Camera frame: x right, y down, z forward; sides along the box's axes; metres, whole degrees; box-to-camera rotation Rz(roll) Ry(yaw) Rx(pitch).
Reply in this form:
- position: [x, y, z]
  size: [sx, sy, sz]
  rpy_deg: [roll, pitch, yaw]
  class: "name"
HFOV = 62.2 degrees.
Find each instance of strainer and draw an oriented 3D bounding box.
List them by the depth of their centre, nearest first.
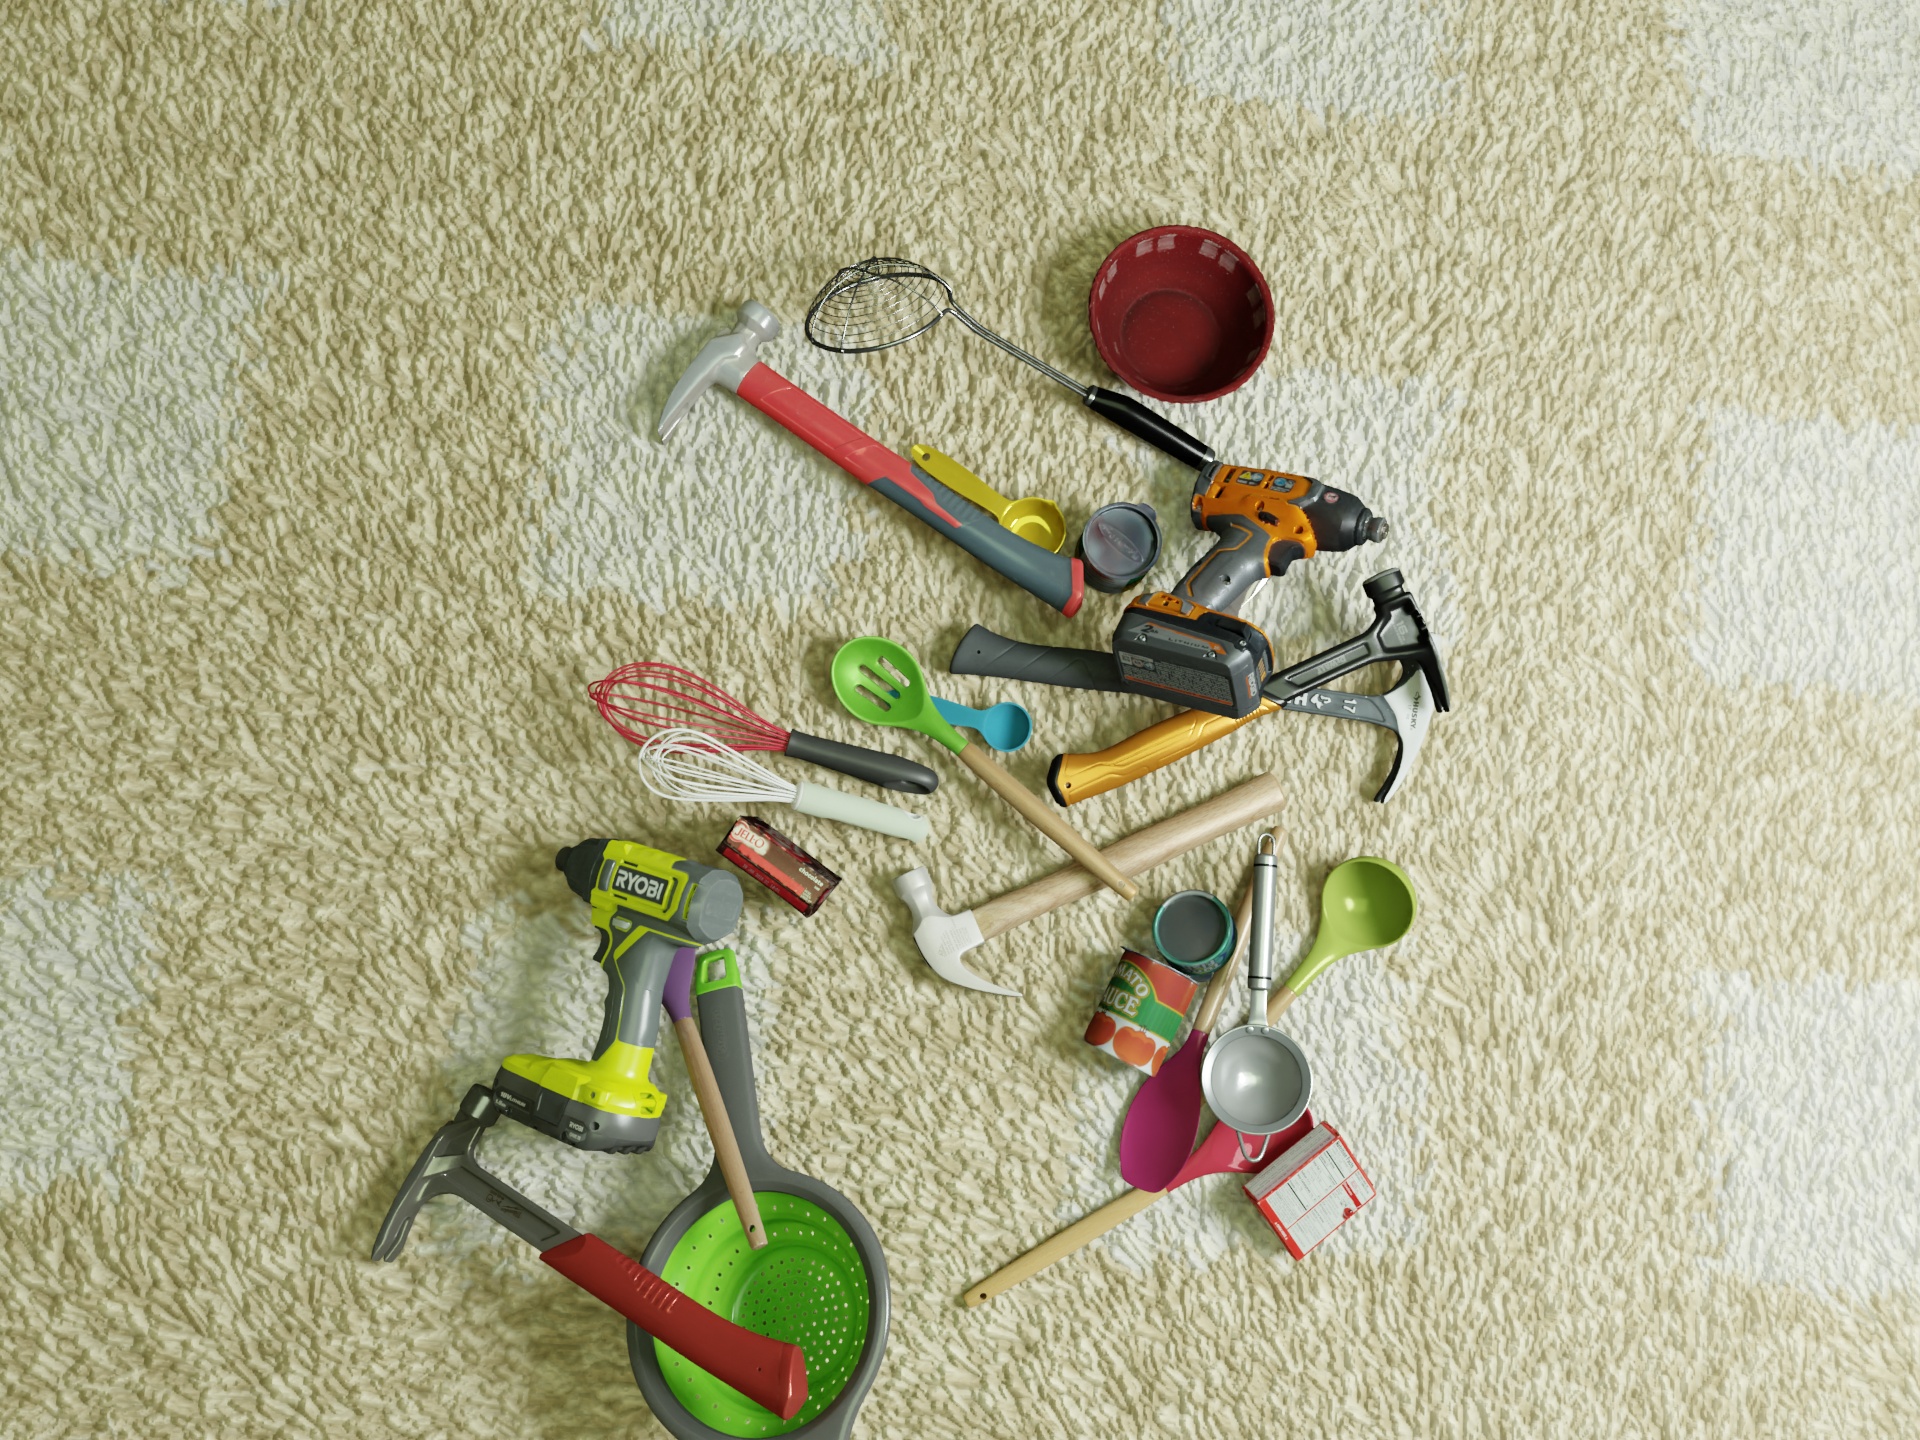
- position: [0.239, 0.218, 1.268]
  size: [0.087, 0.050, 0.258]
  rpy_deg: [4, 79, 8]
  class: "strainer"

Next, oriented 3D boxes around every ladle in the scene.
- position: [0.142, 0.389, 1.281]
  size: [0.315, 0.031, 0.069]
  rpy_deg: [-28, 95, -6]
  class: "ladle"
- position: [0.252, 0.239, 1.298]
  size: [0.078, 0.062, 0.320]
  rpy_deg: [42, 83, 17]
  class: "ladle"

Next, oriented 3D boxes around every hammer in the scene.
- position: [-0.270, 0.416, 1.176]
  size: [0.359, 0.036, 0.149]
  rpy_deg: [24, 76, 23]
  class: "hammer"
- position: [0.231, -0.002, 1.306]
  size: [0.337, 0.034, 0.127]
  rpy_deg: [-24, 90, 0]
  class: "hammer"
- position: [0.118, 0.125, 1.316]
  size: [0.331, 0.031, 0.130]
  rpy_deg: [-23, 84, -7]
  class: "hammer"
- position: [-0.067, -0.193, 1.328]
  size: [0.386, 0.038, 0.143]
  rpy_deg: [35, 82, 7]
  class: "hammer"
- position: [0.194, -0.027, 1.339]
  size: [0.409, 0.036, 0.149]
  rpy_deg: [8, 90, -1]
  class: "hammer"

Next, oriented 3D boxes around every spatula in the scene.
- position: [-0.205, 0.256, 1.235]
  size: [0.060, 0.018, 0.316]
  rpy_deg: [-22, 65, -4]
  class: "spatula"

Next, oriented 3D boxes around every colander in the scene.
- position: [-0.155, 0.376, 1.237]
  size: [0.204, 0.094, 0.397]
  rpy_deg: [-15, 64, 8]
  class: "colander"

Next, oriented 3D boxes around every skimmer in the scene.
- position: [0.045, -0.289, 1.366]
  size: [0.363, 0.090, 0.127]
  rpy_deg: [27, 45, -11]
  class: "skimmer"

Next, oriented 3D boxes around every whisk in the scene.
- position: [-0.139, 0.059, 1.276]
  size: [0.246, 0.058, 0.059]
  rpy_deg: [17, 102, -19]
  class: "whisk"
- position: [-0.159, 0.012, 1.301]
  size: [0.295, 0.073, 0.073]
  rpy_deg: [16, 81, -7]
  class: "whisk"

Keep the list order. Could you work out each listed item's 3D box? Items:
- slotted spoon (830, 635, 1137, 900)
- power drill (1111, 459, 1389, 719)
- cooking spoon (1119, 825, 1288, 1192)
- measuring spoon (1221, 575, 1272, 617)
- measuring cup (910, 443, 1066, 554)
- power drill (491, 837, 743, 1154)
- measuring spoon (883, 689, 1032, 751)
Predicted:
- position: [0.021, 0.042, 1.304]
  size: [0.314, 0.031, 0.070]
  rpy_deg: [40, 90, 8]
  class: "slotted spoon"
- position: [0.236, -0.112, 1.283]
  size: [0.164, 0.084, 0.226]
  rpy_deg: [16, 58, 29]
  class: "power drill"
- position: [0.207, 0.232, 1.302]
  size: [0.017, 0.069, 0.319]
  rpy_deg: [38, 71, -42]
  class: "cooking spoon"
- position: [0.251, -0.119, 1.367]
  size: [0.034, 0.018, 0.124]
  rpy_deg: [40, 83, 2]
  class: "measuring spoon"
- position: [0.022, -0.187, 1.362]
  size: [0.156, 0.029, 0.062]
  rpy_deg: [36, 84, 10]
  class: "measuring cup"
- position: [-0.273, 0.206, 1.229]
  size: [0.171, 0.080, 0.223]
  rpy_deg: [12, 82, 32]
  class: "power drill"
- position: [-0.002, -0.004, 1.337]
  size: [0.128, 0.021, 0.042]
  rpy_deg: [14, 86, 7]
  class: "measuring spoon"
